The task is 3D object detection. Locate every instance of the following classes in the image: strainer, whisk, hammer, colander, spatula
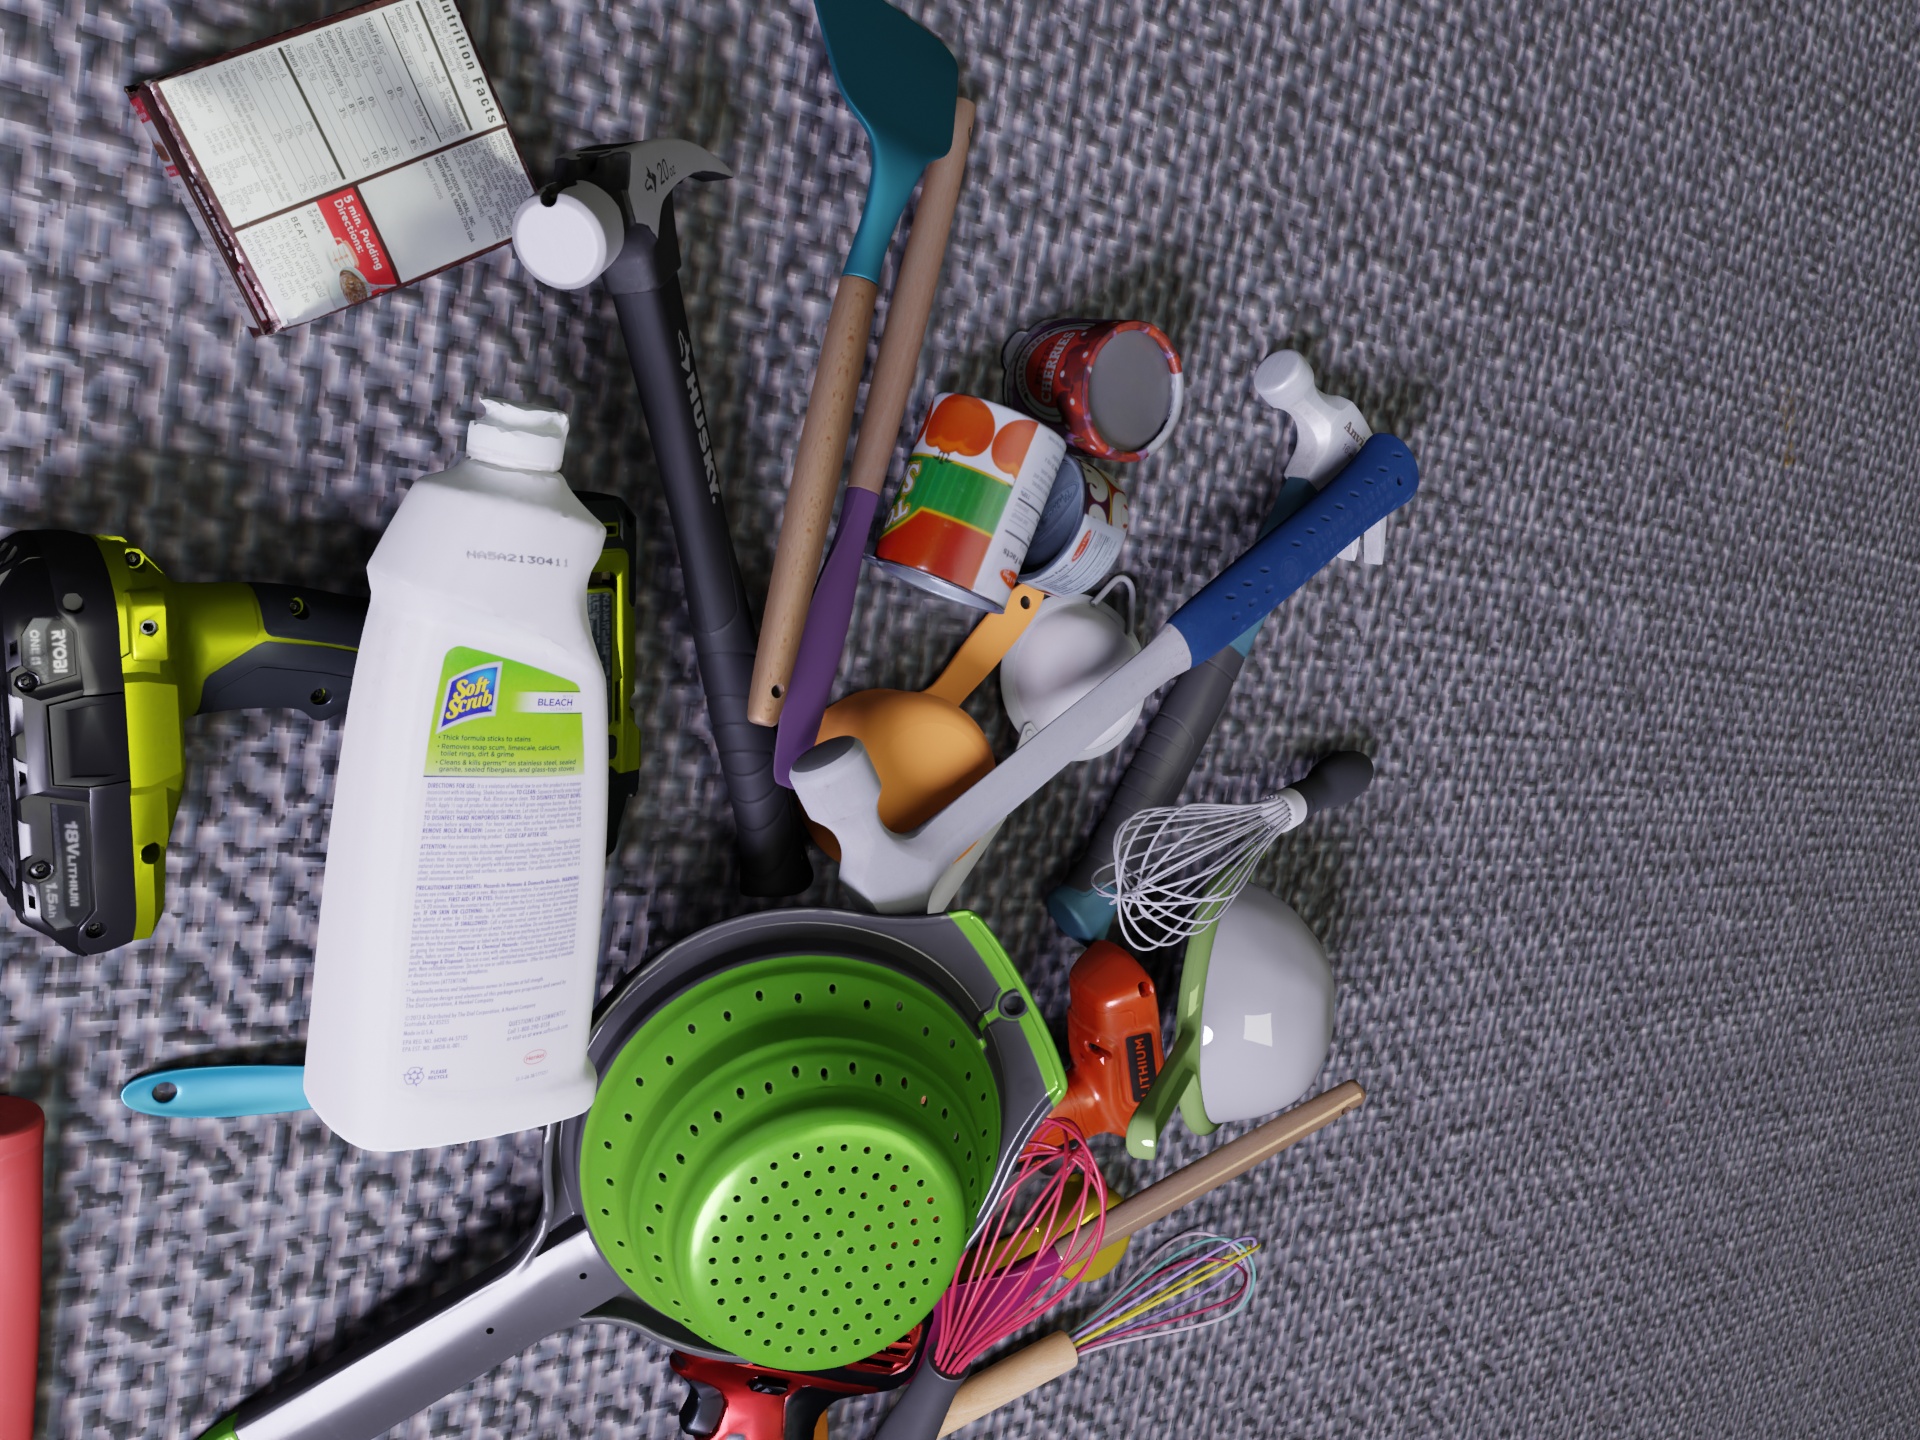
[{"bbox_3d":[0.150,0.168,0.829,0.256,0.069,0.151,-29,121,-65],"label":"strainer"},{"bbox_3d":[0.161,0.058,0.864,0.284,0.070,0.070,-18,113,-51],"label":"whisk"},{"bbox_3d":[0.079,0.357,0.923,0.245,0.047,0.051,-16,99,-28],"label":"whisk"},{"bbox_3d":[-0.355,0.312,0.587,0.149,0.037,0.359,2,101,-37],"label":"hammer"},{"bbox_3d":[-0.132,0.224,0.623,0.397,0.095,0.204,-29,110,-6],"label":"colander"},{"bbox_3d":[0.099,-0.025,0.770,0.405,0.035,0.144,-38,115,-30],"label":"hammer"},{"bbox_3d":[-0.052,-0.154,0.655,0.082,0.044,0.317,16,84,-40],"label":"spatula"},{"bbox_3d":[-0.101,-0.065,0.648,0.146,0.035,0.334,-76,161,-56],"label":"hammer"},{"bbox_3d":[0.001,0.305,0.785,0.073,0.073,0.295,-2,128,-37],"label":"whisk"},{"bbox_3d":[0.137,-0.028,0.867,0.128,0.033,0.331,35,81,-36],"label":"hammer"},{"bbox_3d":[0.025,0.033,0.797,0.086,0.050,0.258,37,82,-21],"label":"strainer"},{"bbox_3d":[-0.037,-0.124,0.692,0.059,0.018,0.316,43,60,-76],"label":"spatula"}]

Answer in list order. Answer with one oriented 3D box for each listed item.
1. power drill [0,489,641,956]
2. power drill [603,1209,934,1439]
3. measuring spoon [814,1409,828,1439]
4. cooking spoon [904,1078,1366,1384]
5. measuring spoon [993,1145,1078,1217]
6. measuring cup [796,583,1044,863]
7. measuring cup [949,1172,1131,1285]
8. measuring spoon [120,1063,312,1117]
[{"bbox_3d":[-0.224,0.005,0.580,0.223,0.080,0.171,-7,106,-38],"label":"power drill"},{"bbox_3d":[-0.130,0.334,0.724,0.187,0.080,0.227,20,89,-19],"label":"power drill"},{"bbox_3d":[-0.075,0.366,0.825,0.021,0.011,0.117,-16,111,-33],"label":"measuring spoon"},{"bbox_3d":[0.075,0.272,0.845,0.319,0.017,0.068,-27,126,-4],"label":"cooking spoon"},{"bbox_3d":[0.015,0.257,0.866,0.124,0.018,0.034,-33,122,-18],"label":"measuring spoon"},{"bbox_3d":[-0.001,-0.002,0.749,0.095,0.052,0.174,46,72,-24],"label":"measuring cup"},{"bbox_3d":[0.033,0.299,0.877,0.156,0.029,0.062,-12,109,-36],"label":"measuring cup"},{"bbox_3d":[-0.260,0.141,0.630,0.128,0.021,0.042,4,99,-28],"label":"measuring spoon"}]
